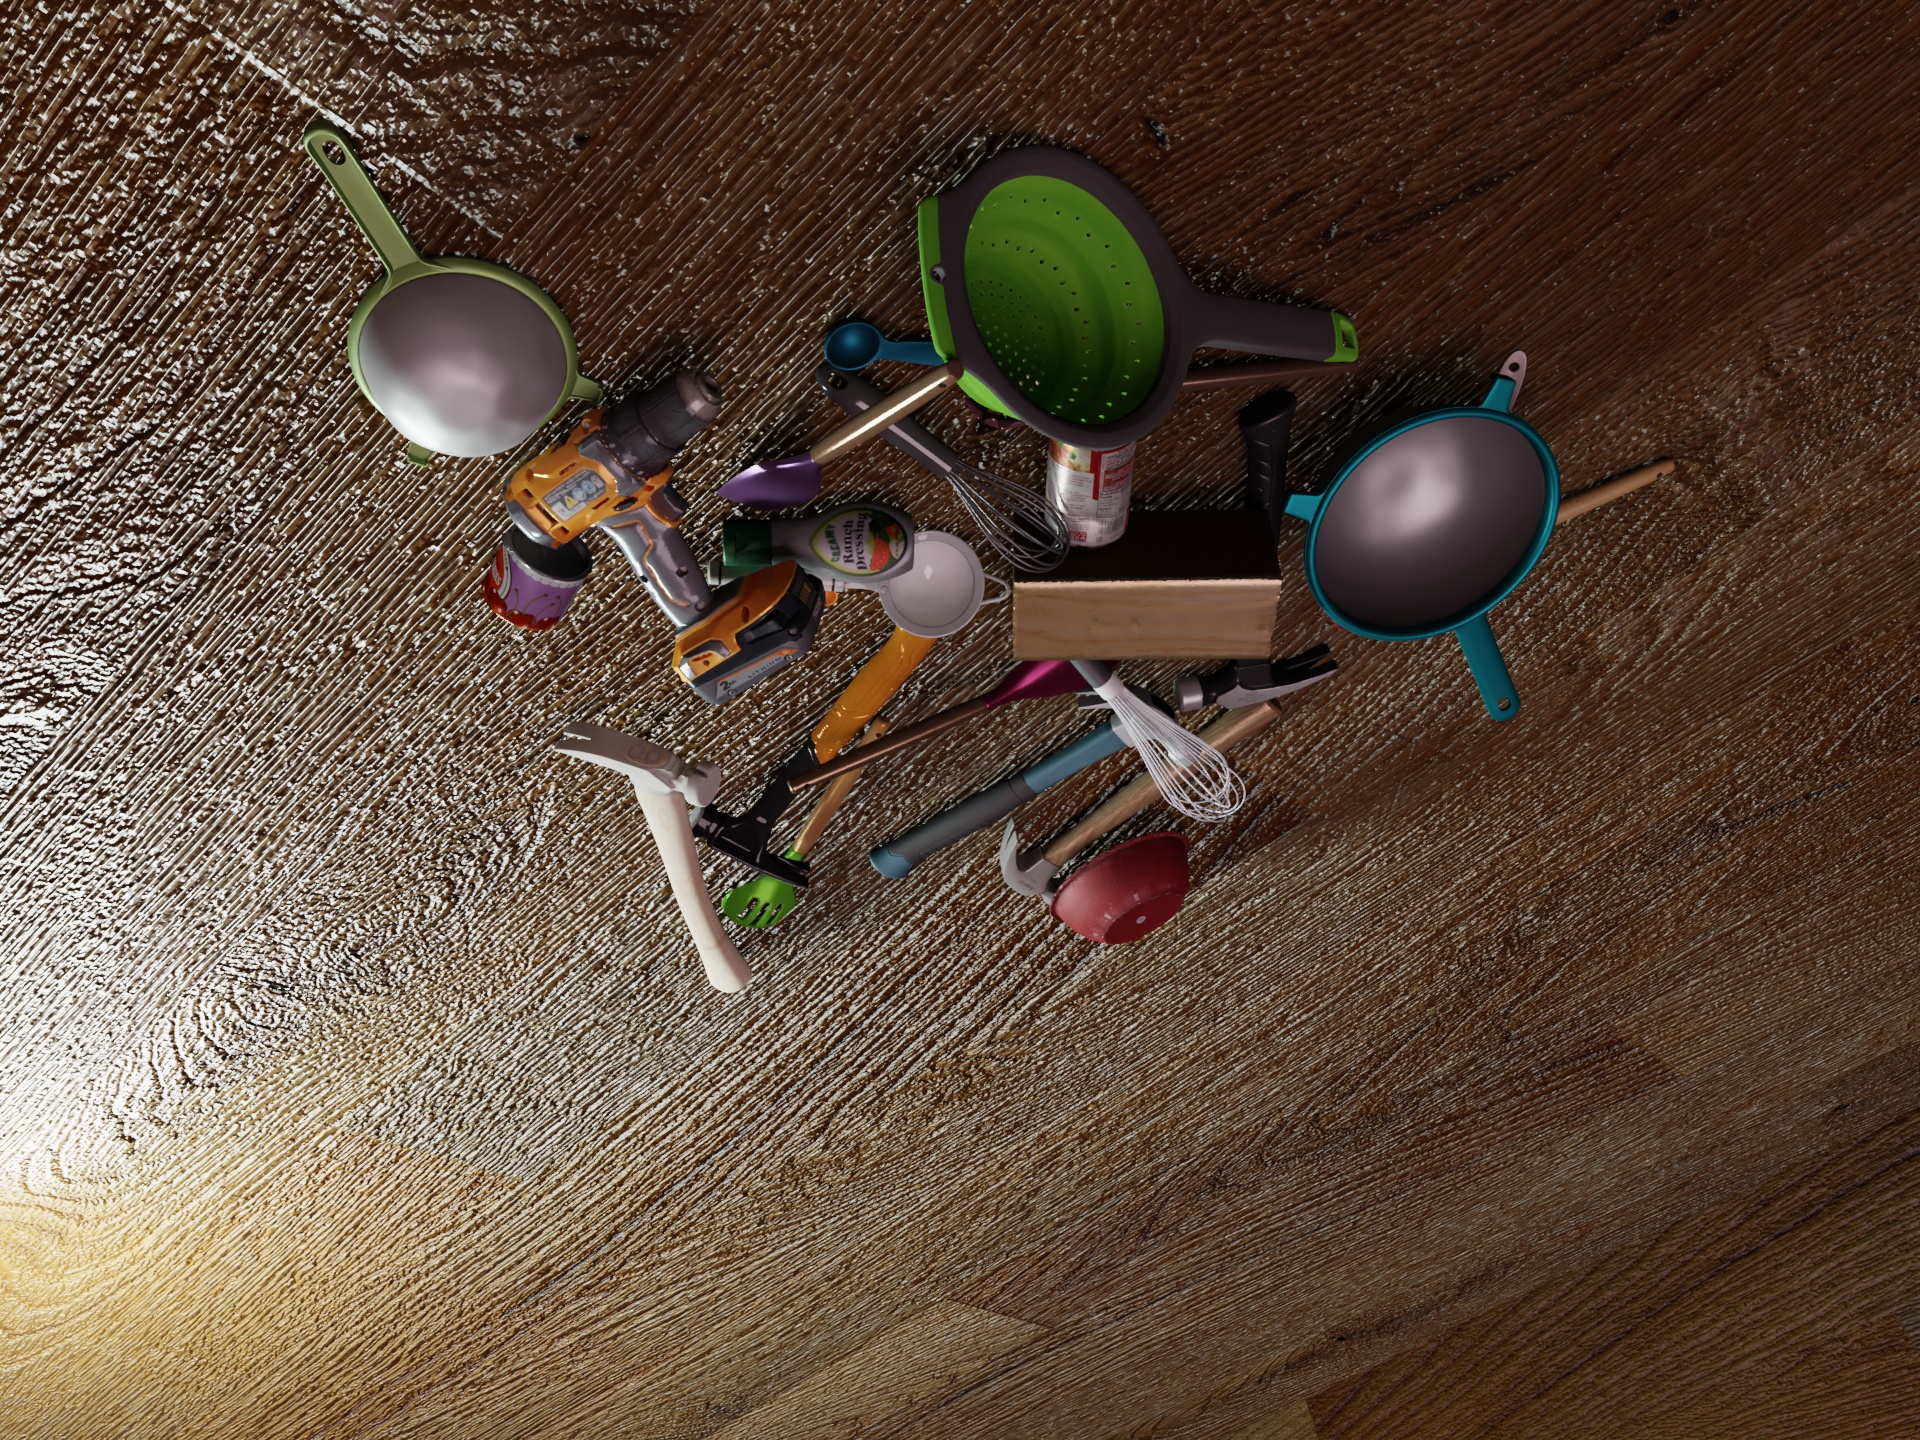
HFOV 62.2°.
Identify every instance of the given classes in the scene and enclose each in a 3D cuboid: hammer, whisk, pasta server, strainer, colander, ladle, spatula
[{"bbox_3d":[0.171,0.072,1.553,0.331,0.031,0.130,-38,133,24],"label":"hammer"},{"bbox_3d":[-0.107,0.017,1.405,0.127,0.034,0.336,30,122,-19],"label":"hammer"},{"bbox_3d":[-0.011,-0.188,1.183,0.238,0.055,0.055,35,121,-19],"label":"whisk"},{"bbox_3d":[0.153,-0.256,1.191,0.316,0.060,0.040,-8,168,-11],"label":"pasta server"},{"bbox_3d":[0.149,-0.009,1.396,0.070,0.070,0.284,-37,111,23],"label":"whisk"},{"bbox_3d":[-0.264,0.144,1.489,0.146,0.038,0.410,17,147,15],"label":"hammer"},{"bbox_3d":[-0.091,-0.114,1.279,0.258,0.050,0.087,3,99,-9],"label":"strainer"},{"bbox_3d":[0.118,-0.275,1.121,0.397,0.204,0.094,-3,173,-35],"label":"colander"},{"bbox_3d":[0.469,-0.159,1.389,0.315,0.031,0.069,-23,139,8],"label":"ladle"},{"bbox_3d":[-0.348,-0.262,1.030,0.151,0.069,0.256,-18,139,5],"label":"strainer"},{"bbox_3d":[0.055,0.066,1.504,0.331,0.033,0.128,-30,125,21],"label":"hammer"},{"bbox_3d":[0.259,-0.137,1.351,0.146,0.035,0.334,-10,137,-3],"label":"hammer"},{"bbox_3d":[-0.084,-0.190,1.098,0.059,0.018,0.316,16,163,-28],"label":"spatula"},{"bbox_3d":[0.395,-0.135,1.325,0.211,0.095,0.340,-29,128,9],"label":"strainer"}]

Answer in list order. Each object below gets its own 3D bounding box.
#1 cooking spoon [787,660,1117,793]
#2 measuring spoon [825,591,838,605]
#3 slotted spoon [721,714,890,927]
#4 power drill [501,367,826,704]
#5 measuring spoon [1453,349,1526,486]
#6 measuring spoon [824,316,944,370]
[{"bbox_3d":[-0.002,-0.004,1.388,0.319,0.017,0.068,-23,135,-10],"label":"cooking spoon"},{"bbox_3d":[-0.153,-0.085,1.317,0.117,0.011,0.021,-24,137,16],"label":"measuring spoon"},{"bbox_3d":[-0.144,0.105,1.509,0.070,0.031,0.313,16,128,-26],"label":"slotted spoon"},{"bbox_3d":[-0.194,-0.137,1.159,0.185,0.084,0.226,-29,118,26],"label":"power drill"},{"bbox_3d":[0.434,-0.247,1.296,0.034,0.018,0.124,13,129,4],"label":"measuring spoon"},{"bbox_3d":[-0.039,-0.272,1.146,0.128,0.021,0.042,-2,141,-26],"label":"measuring spoon"}]
